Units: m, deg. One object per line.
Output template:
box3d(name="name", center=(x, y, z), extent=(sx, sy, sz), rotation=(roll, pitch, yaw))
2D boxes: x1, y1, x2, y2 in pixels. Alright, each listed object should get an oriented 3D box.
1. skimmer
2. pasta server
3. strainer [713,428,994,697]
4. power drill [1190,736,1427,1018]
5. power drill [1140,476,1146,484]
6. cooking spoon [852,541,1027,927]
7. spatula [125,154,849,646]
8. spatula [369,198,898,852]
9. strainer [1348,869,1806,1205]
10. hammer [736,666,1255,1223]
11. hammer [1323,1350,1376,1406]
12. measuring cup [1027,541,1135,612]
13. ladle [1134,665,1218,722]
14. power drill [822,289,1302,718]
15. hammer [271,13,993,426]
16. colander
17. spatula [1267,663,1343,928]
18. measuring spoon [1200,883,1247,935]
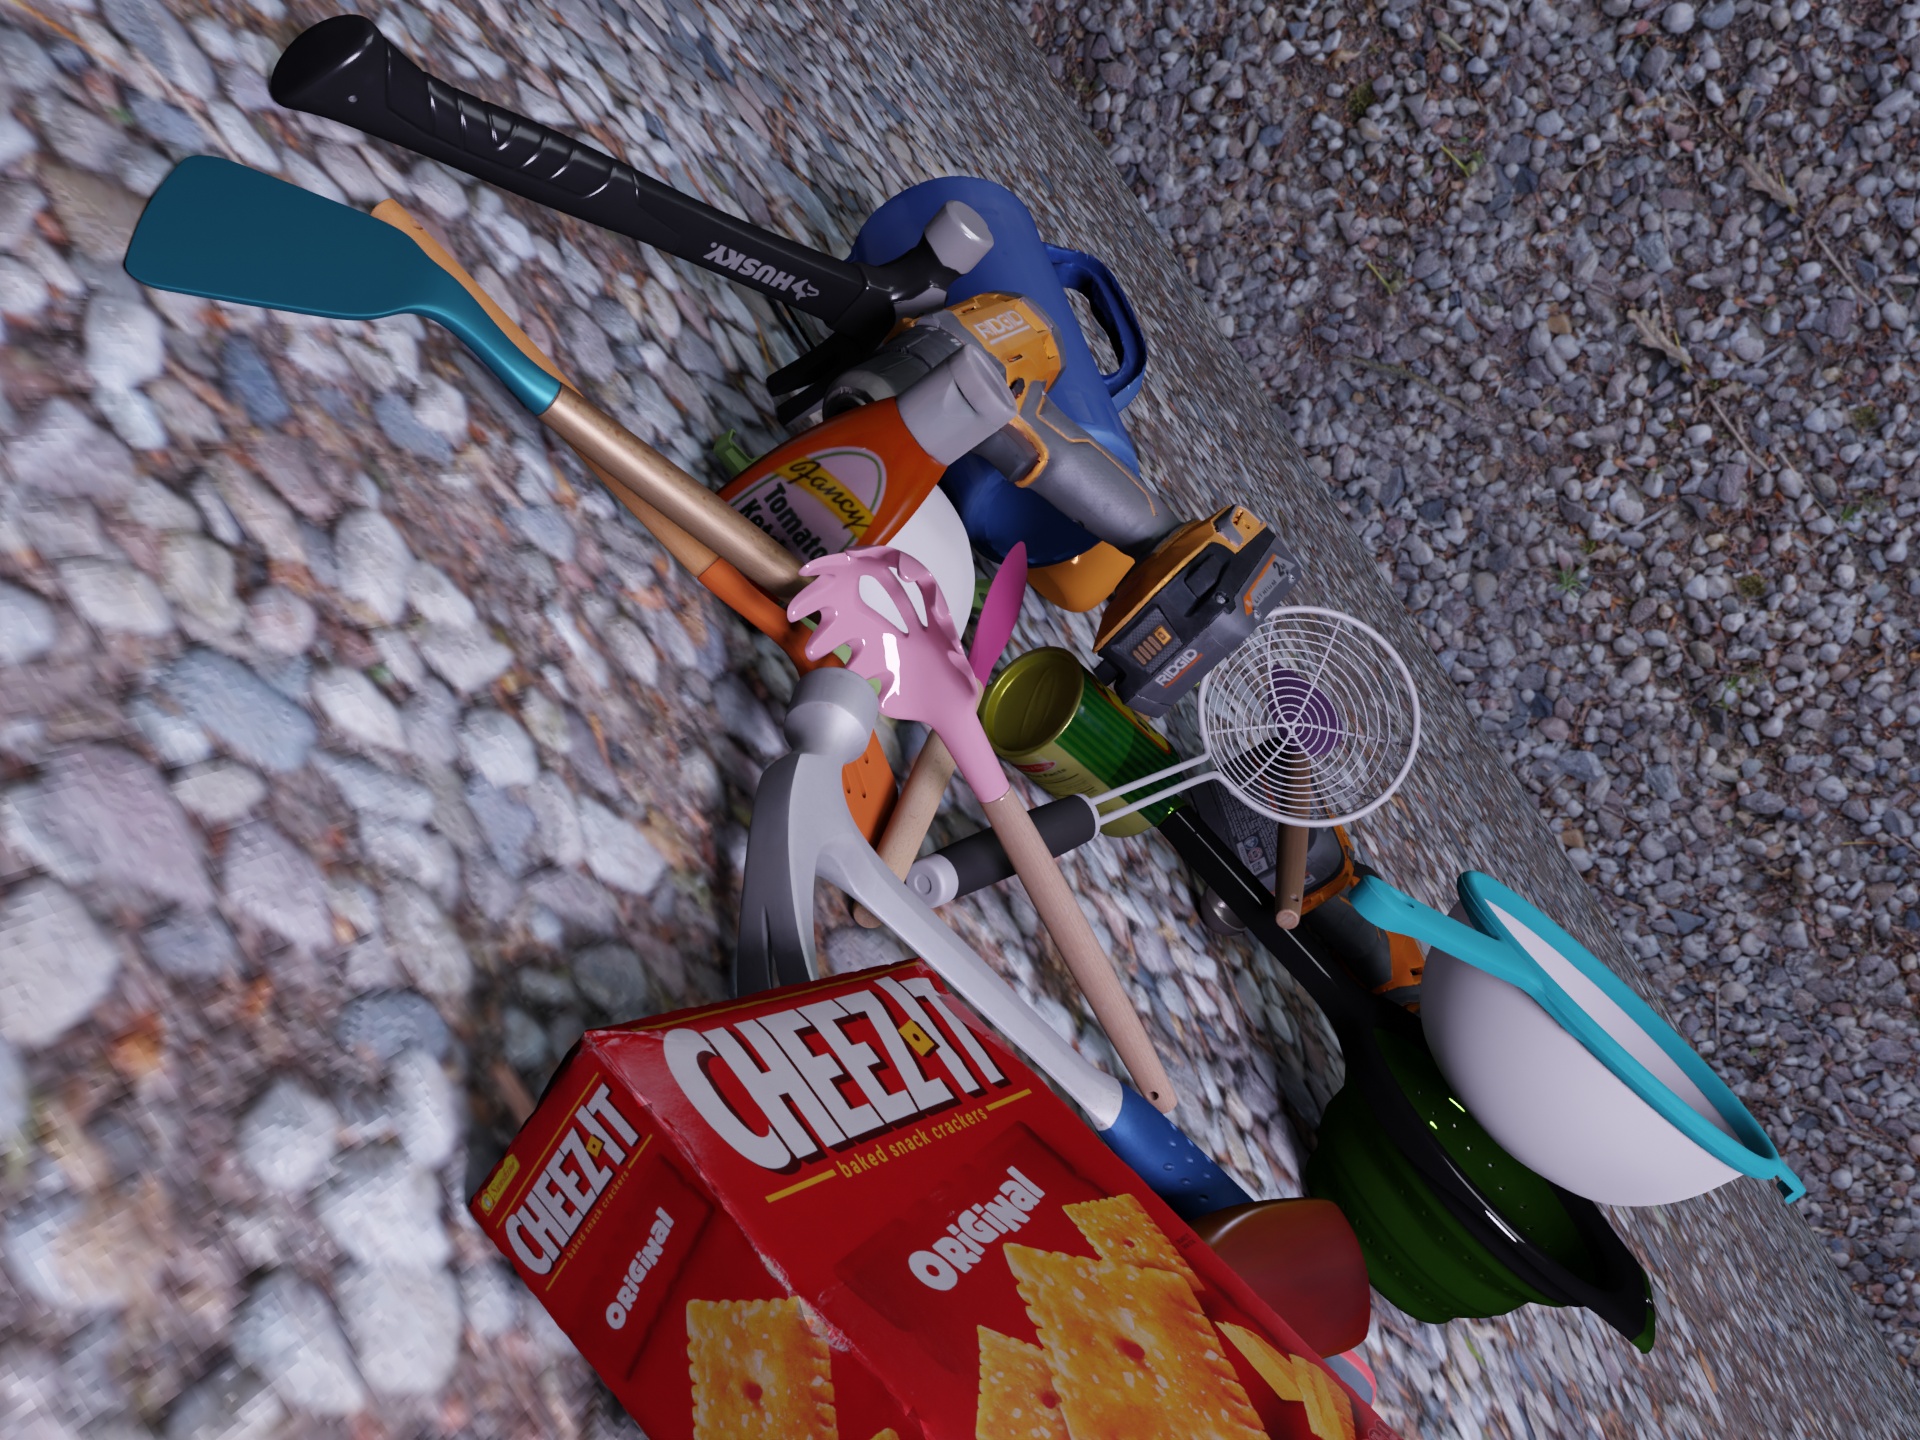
box3d(name="skimmer", center=(0.114, 0.022, 0.794), extent=(0.363, 0.090, 0.127), rotation=(-17, 77, -50))
box3d(name="pasta server", center=(0.024, 0.056, 0.668), extent=(0.316, 0.060, 0.040), rotation=(61, 29, -24))
box3d(name="strainer", center=(-0.012, -0.084, 0.830), extent=(0.151, 0.069, 0.256), rotation=(62, 24, 13))
box3d(name="power drill", center=(0.250, 0.112, 1.104), extent=(0.226, 0.084, 0.164), rotation=(45, 22, -37))
box3d(name="power drill", center=(0.077, -0.199, 1.168), extent=(0.223, 0.080, 0.171), rotation=(43, 18, -45))
box3d(name="cooking spoon", center=(-0.001, -0.002, 0.760), extent=(0.017, 0.068, 0.319), rotation=(16, 33, 5))
box3d(name="spatula", center=(-0.139, -0.098, 0.590), extent=(0.317, 0.044, 0.082), rotation=(36, 31, -35))
box3d(name="spatula", center=(-0.125, -0.075, 0.647), extent=(0.322, 0.041, 0.081), rotation=(48, 24, -10))
box3d(name="strainer", center=(0.275, 0.163, 0.812), extent=(0.340, 0.095, 0.211), rotation=(26, 21, -38))
box3d(name="hammer", center=(0.053, 0.158, 0.657), extent=(0.405, 0.035, 0.144), rotation=(47, 35, -28))
box3d(name="hammer", center=(0.097, 0.309, 0.546), extent=(0.386, 0.038, 0.143), rotation=(7, 63, -65))
box3d(name="measuring cup", center=(0.036, -0.134, 1.041), extent=(0.174, 0.052, 0.095), rotation=(39, -9, 27))
box3d(name="ladle", center=(0.127, -0.011, 1.046), extent=(0.078, 0.062, 0.320), rotation=(52, 24, -11))
box3d(name="power drill", center=(0.046, -0.109, 0.771), extent=(0.226, 0.084, 0.185), rotation=(46, 35, 3))
box3d(name="hammer", center=(-0.143, -0.226, 0.722), extent=(0.334, 0.146, 0.035), rotation=(10, 49, -47))
box3d(name="colander", center=(0.204, 0.198, 0.886), extent=(0.397, 0.094, 0.204), rotation=(48, 18, 14))
box3d(name="spatula", center=(0.211, 0.039, 0.989), extent=(0.060, 0.018, 0.316), rotation=(30, 29, -1))
box3d(name="measuring spoon", center=(0.148, 0.090, 1.007), extent=(0.034, 0.018, 0.124), rotation=(21, 32, -34))
